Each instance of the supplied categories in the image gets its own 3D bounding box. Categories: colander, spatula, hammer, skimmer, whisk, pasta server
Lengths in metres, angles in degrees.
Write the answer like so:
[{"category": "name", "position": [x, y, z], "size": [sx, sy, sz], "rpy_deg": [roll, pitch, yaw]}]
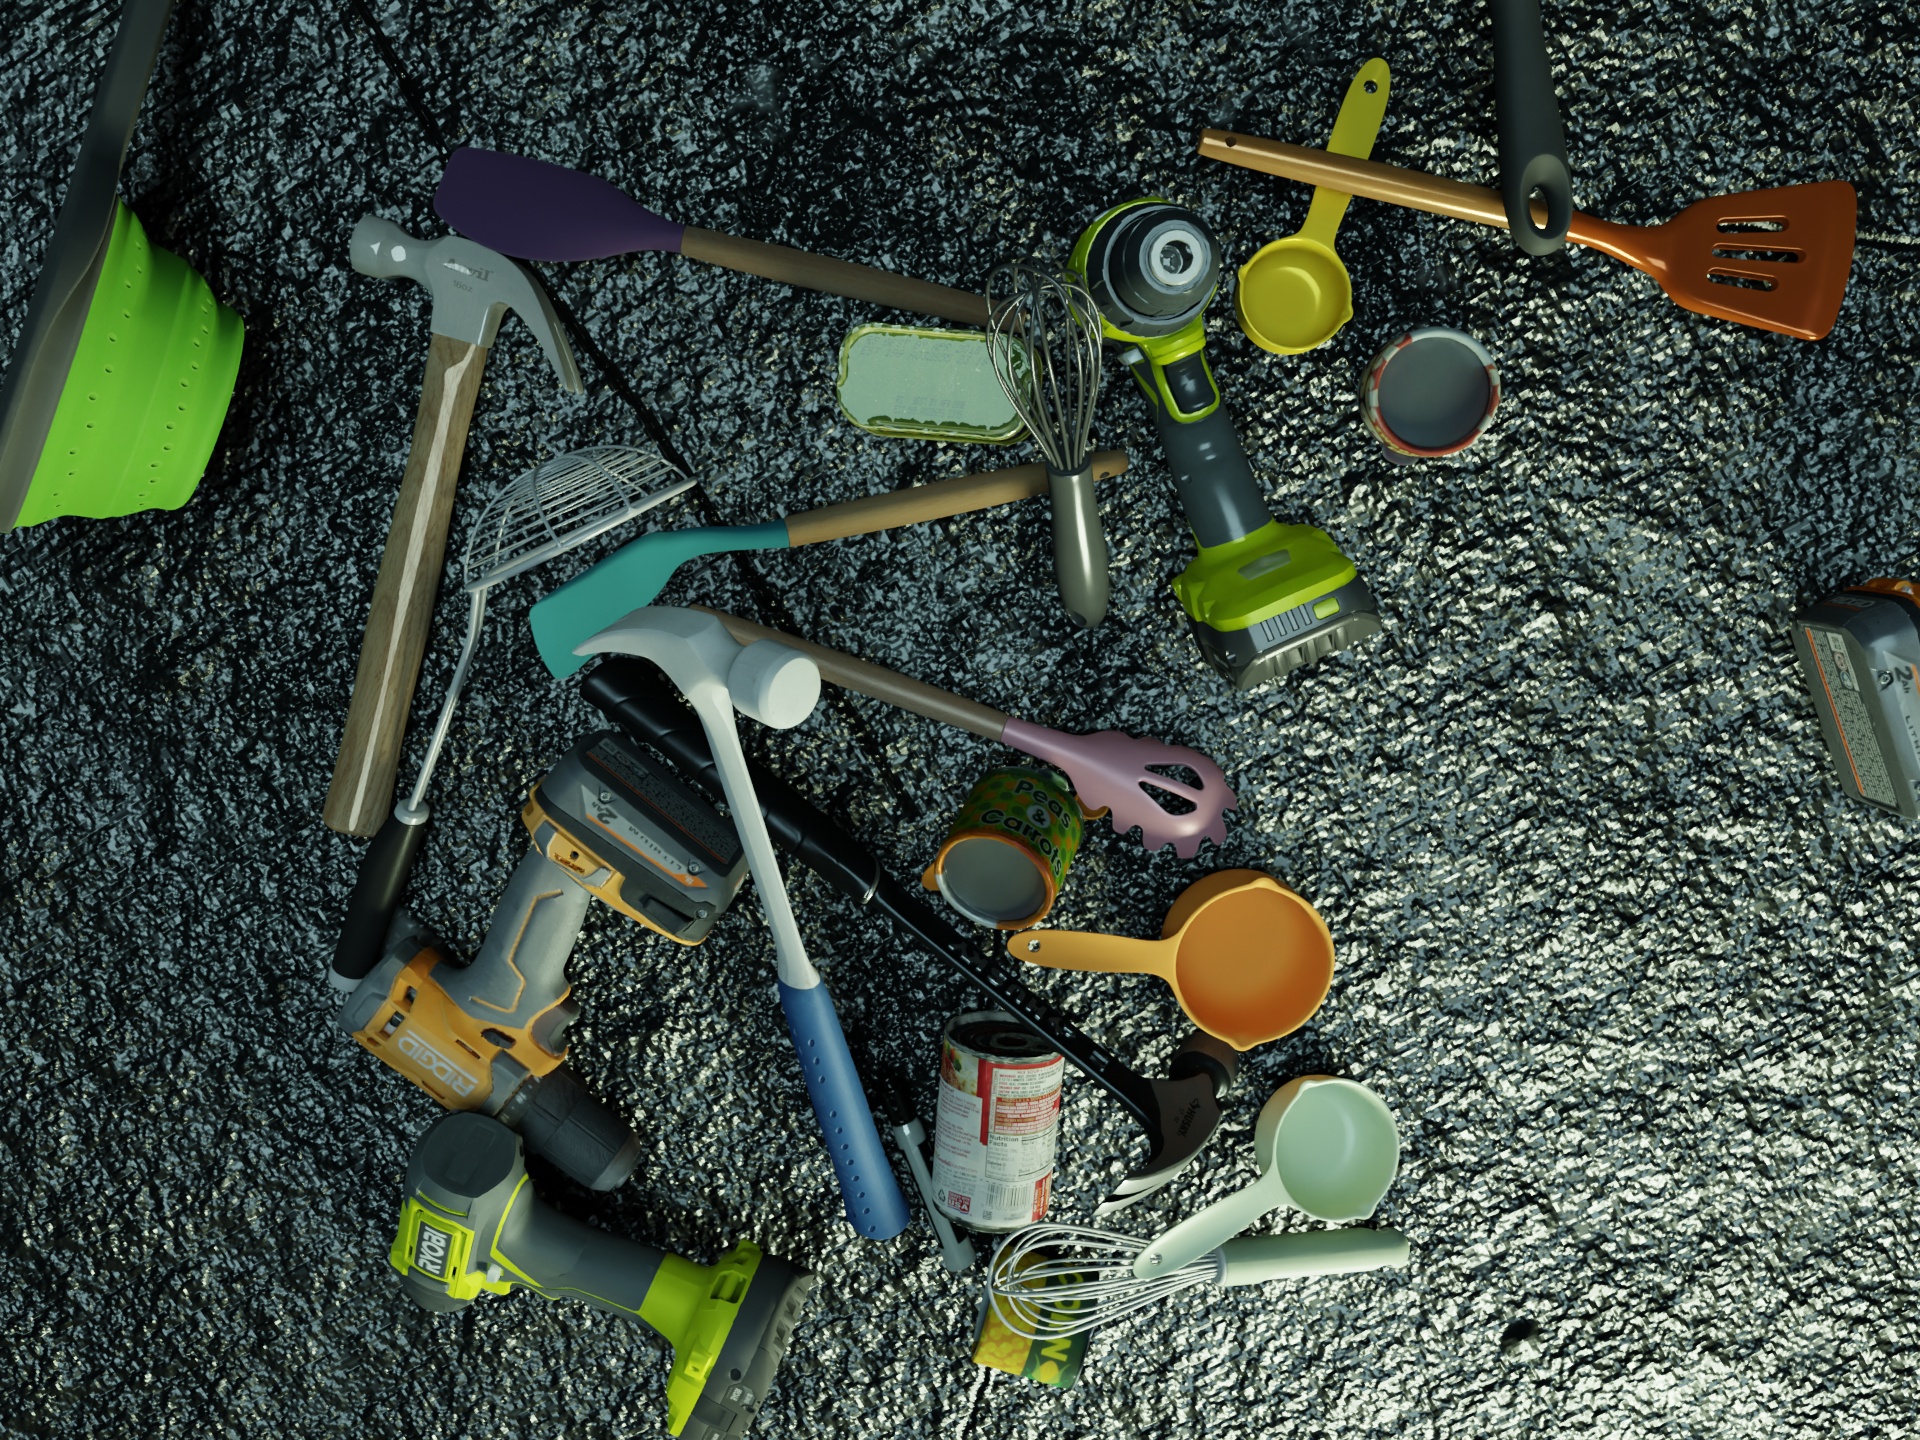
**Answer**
[{"category": "colander", "position": [-0.408, -0.251, 0.817], "size": [0.094, 0.205, 0.397], "rpy_deg": [18, 84, -33]}, {"category": "spatula", "position": [0.276, -0.255, 0.786], "size": [0.322, 0.041, 0.081], "rpy_deg": [11, 89, -4]}, {"category": "hammer", "position": [-0.295, -0.094, 0.868], "size": [0.130, 0.031, 0.331], "rpy_deg": [16, 101, 2]}, {"category": "skimmer", "position": [-0.250, 0.012, 0.854], "size": [0.090, 0.127, 0.363], "rpy_deg": [27, 110, -1]}, {"category": "whisk", "position": [0.049, -0.124, 0.767], "size": [0.055, 0.055, 0.238], "rpy_deg": [-8, 142, 5]}, {"category": "pasta server", "position": [-0.001, -0.003, 0.861], "size": [0.316, 0.040, 0.060], "rpy_deg": [20, 77, 6]}, {"category": "hammer", "position": [-0.087, 0.117, 0.799], "size": [0.144, 0.035, 0.405], "rpy_deg": [21, 137, 39]}, {"category": "spatula", "position": [-0.120, -0.244, 0.834], "size": [0.316, 0.018, 0.060], "rpy_deg": [13, 72, 0]}, {"category": "whisk", "position": [0.133, 0.299, 0.871], "size": [0.246, 0.057, 0.059], "rpy_deg": [0, 73, -14]}, {"category": "whisk", "position": [0.260, -0.370, 0.755], "size": [0.073, 0.073, 0.296], "rpy_deg": [-8, 94, 5]}, {"category": "spatula", "position": [-0.061, -0.091, 0.812], "size": [0.317, 0.082, 0.044], "rpy_deg": [-14, 68, -10]}, {"category": "hammer", "position": [-0.037, 0.099, 0.839], "size": [0.409, 0.149, 0.036], "rpy_deg": [37, 120, 6]}]

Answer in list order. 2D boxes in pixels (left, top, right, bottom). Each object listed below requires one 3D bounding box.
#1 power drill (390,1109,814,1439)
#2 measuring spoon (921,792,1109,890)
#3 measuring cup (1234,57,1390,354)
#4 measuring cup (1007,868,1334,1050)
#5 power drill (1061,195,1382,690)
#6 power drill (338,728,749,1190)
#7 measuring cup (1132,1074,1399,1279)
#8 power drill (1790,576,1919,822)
[{"category": "power drill", "position": [-0.208, 0.319, 0.891], "size": [0.223, 0.080, 0.171], "rpy_deg": [25, 132, 1]}, {"category": "measuring spoon", "position": [0.030, 0.065, 0.883], "size": [0.117, 0.011, 0.021], "rpy_deg": [-27, 98, 11]}, {"category": "measuring cup", "position": [0.185, -0.261, 0.814], "size": [0.062, 0.029, 0.156], "rpy_deg": [21, 88, -2]}, {"category": "measuring cup", "position": [0.110, 0.120, 0.855], "size": [0.173, 0.052, 0.095], "rpy_deg": [5, 100, -3]}, {"category": "power drill", "position": [0.118, -0.136, 0.754], "size": [0.080, 0.191, 0.228], "rpy_deg": [-24, 102, 4]}, {"category": "power drill", "position": [-0.209, 0.142, 0.879], "size": [0.185, 0.084, 0.226], "rpy_deg": [40, 104, -5]}, {"category": "measuring cup", "position": [0.159, 0.252, 0.864], "size": [0.167, 0.038, 0.083], "rpy_deg": [-27, 93, -14]}, {"category": "power drill", "position": [0.558, -0.028, 0.795], "size": [0.226, 0.084, 0.164], "rpy_deg": [-22, 98, 3]}]
